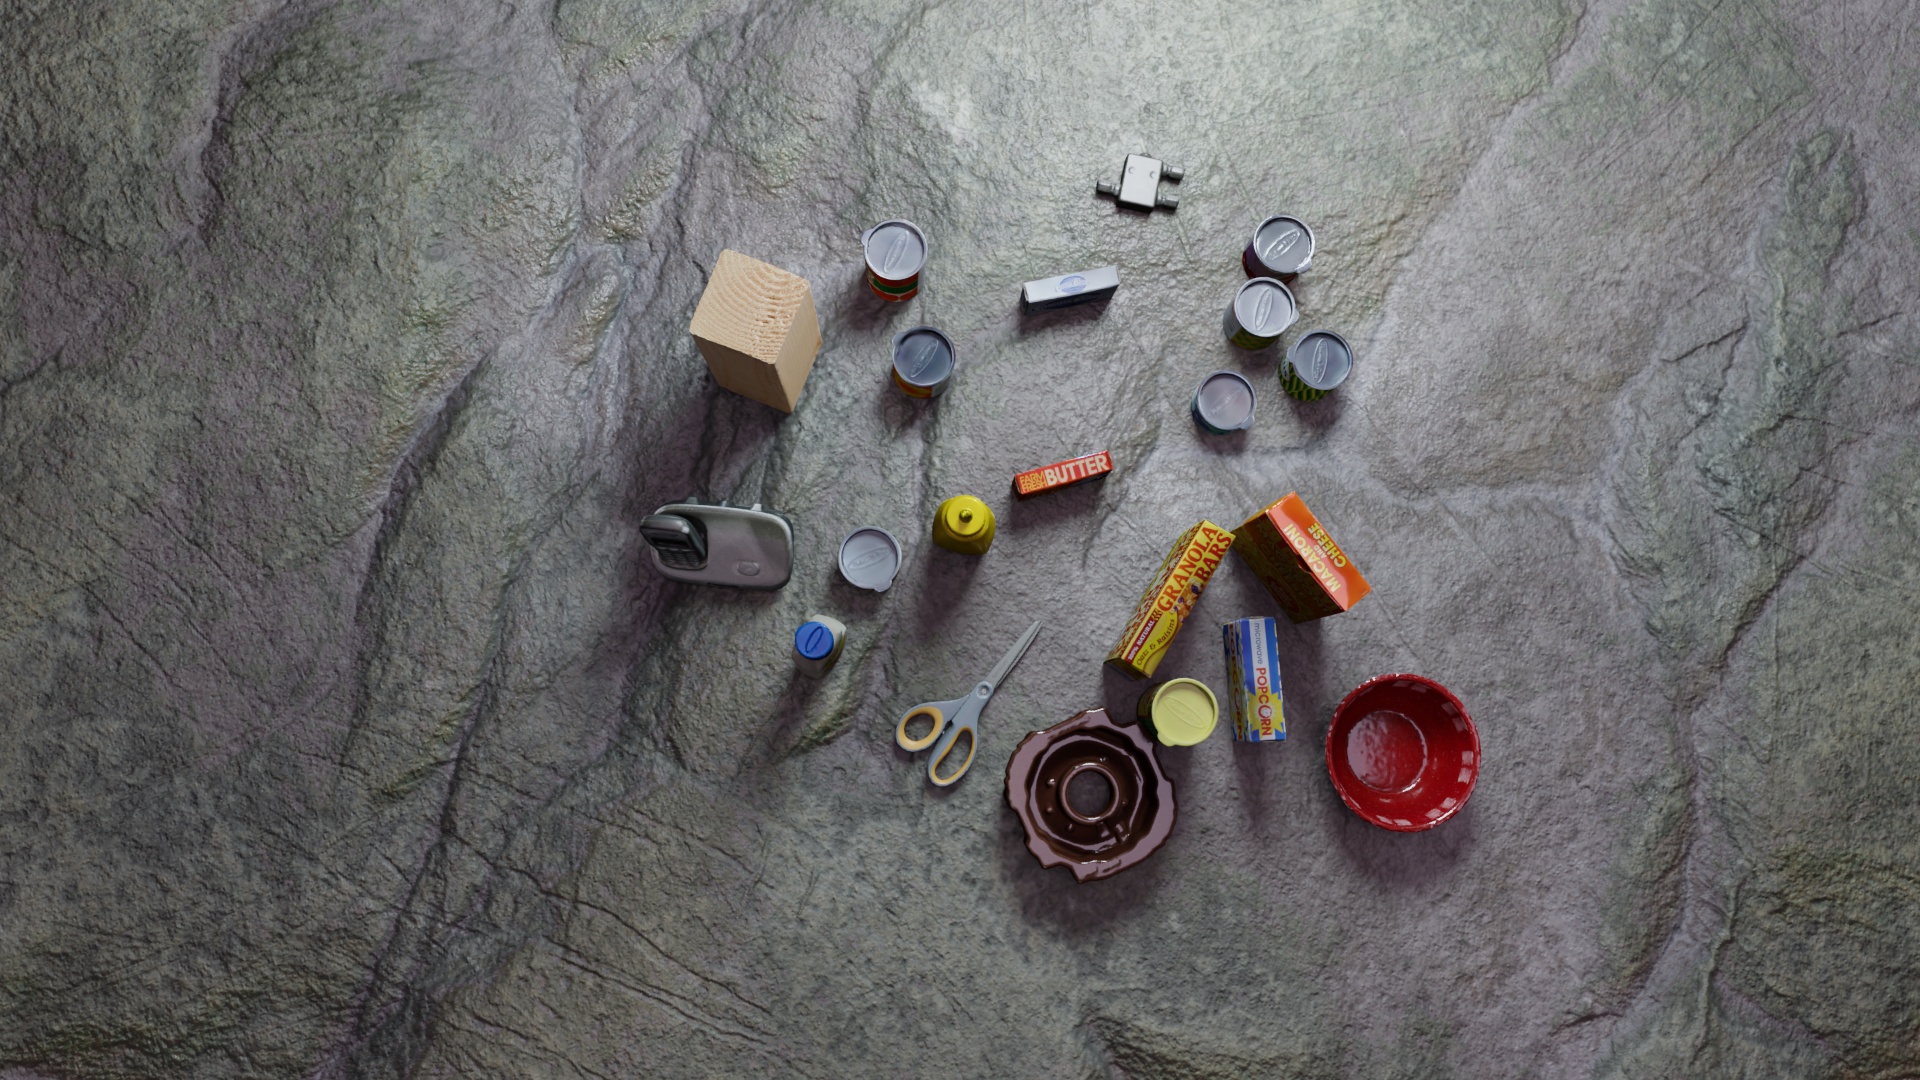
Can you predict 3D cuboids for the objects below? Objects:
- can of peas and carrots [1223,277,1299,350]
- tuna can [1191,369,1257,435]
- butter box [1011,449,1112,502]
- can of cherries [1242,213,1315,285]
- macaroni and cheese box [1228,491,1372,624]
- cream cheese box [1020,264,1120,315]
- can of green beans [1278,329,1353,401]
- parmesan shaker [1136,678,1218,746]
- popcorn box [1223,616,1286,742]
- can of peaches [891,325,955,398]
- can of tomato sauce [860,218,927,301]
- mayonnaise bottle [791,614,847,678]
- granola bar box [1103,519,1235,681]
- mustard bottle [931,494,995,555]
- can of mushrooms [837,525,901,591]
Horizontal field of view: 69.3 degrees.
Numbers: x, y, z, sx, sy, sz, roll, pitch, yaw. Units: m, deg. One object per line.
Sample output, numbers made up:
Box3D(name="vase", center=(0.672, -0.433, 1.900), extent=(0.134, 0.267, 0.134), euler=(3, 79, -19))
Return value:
Box3D(name="can of peas and carrots", center=(0.324, -0.243, 1.500), extent=(0.071, 0.058, 0.071), euler=(0, 82, -2))
Box3D(name="tuna can", center=(0.285, -0.146, 1.498), extent=(0.071, 0.033, 0.071), euler=(0, 82, -2))
Box3D(name="butter box", center=(0.107, -0.068, 1.469), extent=(0.103, 0.053, 0.024), euler=(-15, 83, -4))
Box3D(name="can of cherries", center=(0.346, -0.312, 1.511), extent=(0.071, 0.058, 0.071), euler=(0, 82, -2))
Box3D(name="macaroni and cheese box", center=(0.339, 0.022, 1.409), extent=(0.040, 0.166, 0.124), euler=(-37, 85, -6))
Box3D(name="cream cheese box", center=(0.117, -0.269, 1.497), extent=(0.104, 0.053, 0.024), euler=(-12, 83, -4))
Box3D(name="can of green beans", center=(0.381, -0.188, 1.495), extent=(0.071, 0.057, 0.071), euler=(0, 82, -2))
Box3D(name="parmesan shaker", center=(0.217, 0.177, 1.414), extent=(0.071, 0.103, 0.071), euler=(0, 82, -2))
Box3D(name="popcorn box", center=(0.302, 0.144, 1.431), extent=(0.038, 0.085, 0.127), euler=(-3, 82, -3))
Box3D(name="can of peaches", center=(-0.041, -0.190, 1.477), extent=(0.071, 0.058, 0.071), euler=(0, 82, -2))
Box3D(name="can of tomato sauce", center=(-0.071, -0.297, 1.478), extent=(0.071, 0.083, 0.071), euler=(0, 82, -2))
Box3D(name="mayonnaise bottle", center=(-0.142, 0.104, 1.386), extent=(0.041, 0.148, 0.065), euler=(29, 82, 2))
Box3D(name="granola bar box", center=(0.210, 0.063, 1.419), extent=(0.039, 0.124, 0.166), euler=(32, 82, 2))
Box3D(name="mustard bottle", center=(0.005, -0.018, 1.403), extent=(0.065, 0.160, 0.049), euler=(13, 82, -1))
Box3D(name="can of mushrooms", center=(-0.094, 0.022, 1.457), extent=(0.071, 0.033, 0.071), euler=(0, 82, -2))
